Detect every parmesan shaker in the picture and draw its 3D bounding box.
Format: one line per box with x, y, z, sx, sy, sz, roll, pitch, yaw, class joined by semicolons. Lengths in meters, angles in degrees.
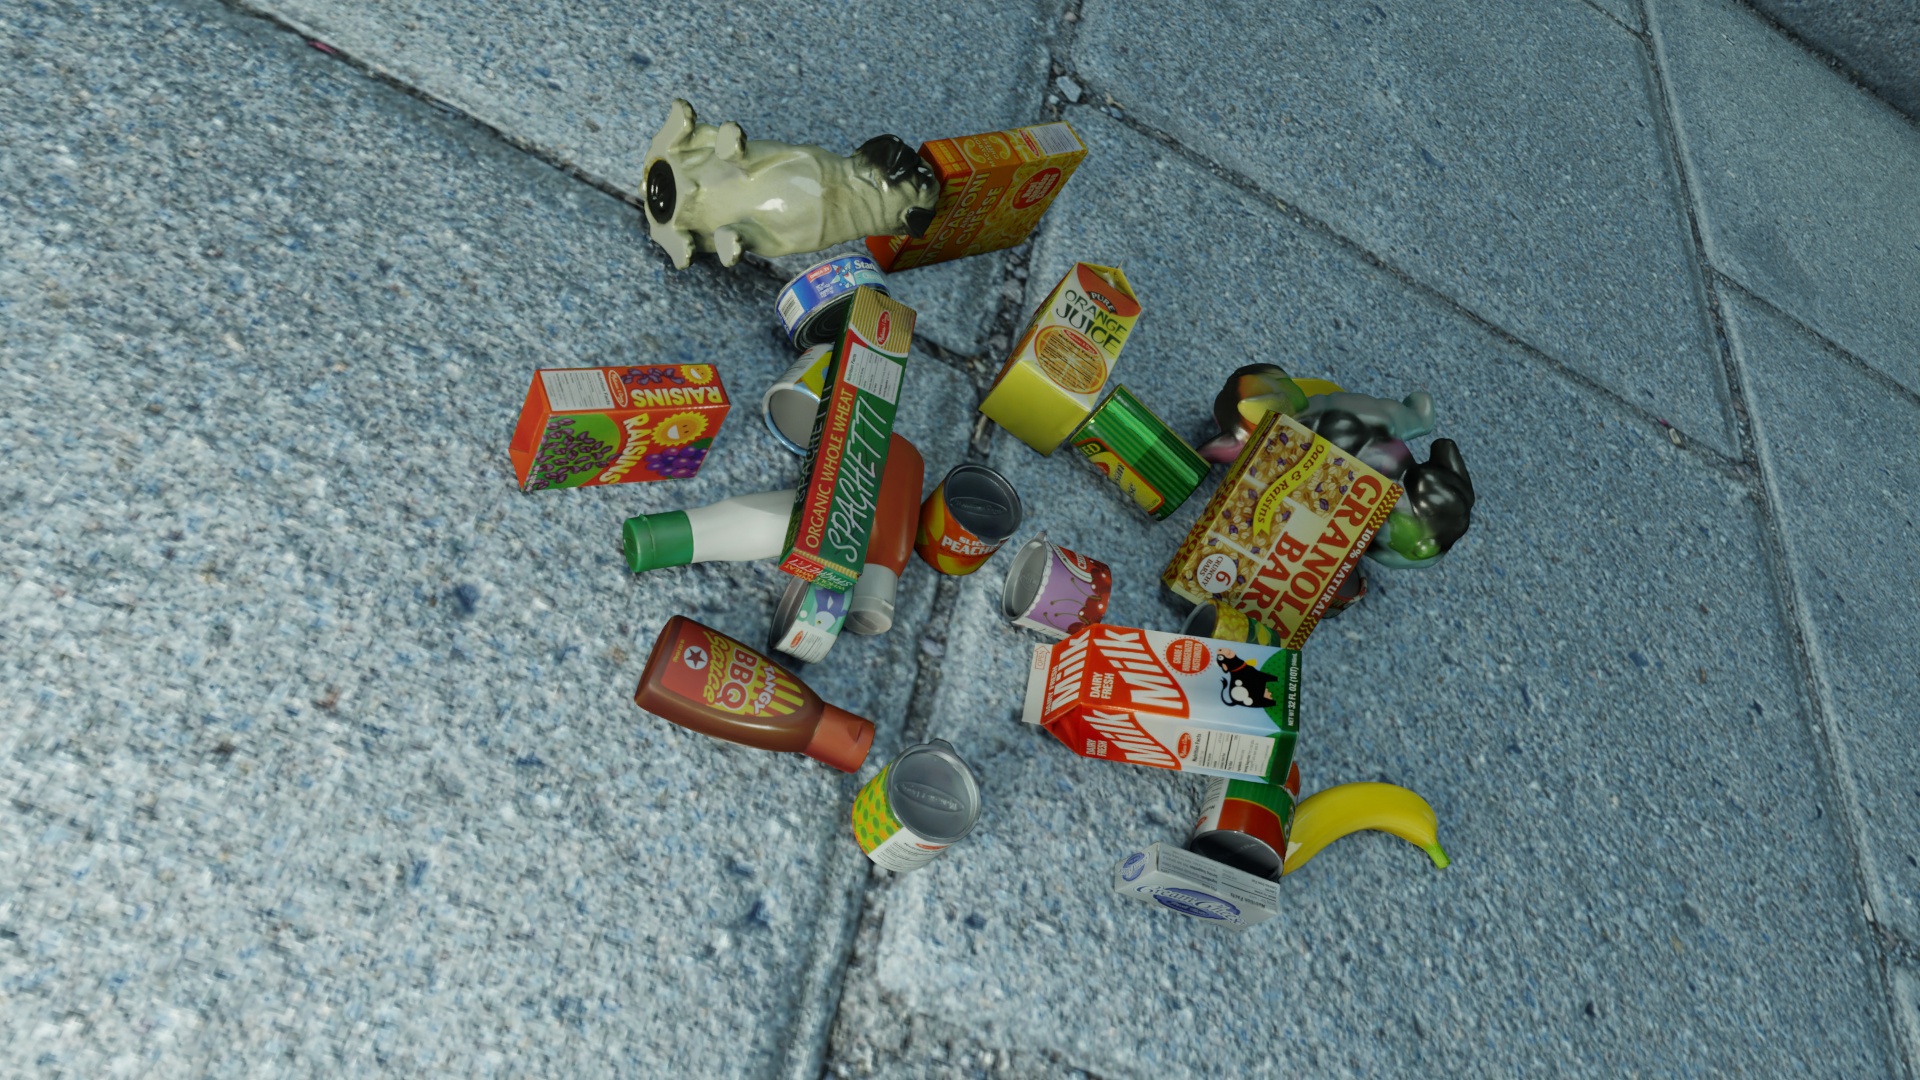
0.149;-0.073;1.153;0.103;0.071;0.072;42;48;-1;parmesan shaker

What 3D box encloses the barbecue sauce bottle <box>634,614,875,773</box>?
-0.128;0.104;0.883;0.148;0.043;0.065;26;49;-15;barbecue sauce bottle

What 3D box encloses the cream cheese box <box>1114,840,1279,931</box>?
0.164;0.241;0.964;0.104;0.053;0.024;22;53;-17;cream cheese box

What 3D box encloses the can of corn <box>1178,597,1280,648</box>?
0.207;0.087;1.083;0.058;0.070;0.071;28;49;-12;can of corn

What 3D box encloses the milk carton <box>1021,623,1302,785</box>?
0.143;0.114;0.995;0.191;0.073;0.073;7;50;8;milk carton

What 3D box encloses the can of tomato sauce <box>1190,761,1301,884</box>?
0.211;0.199;1.011;0.071;0.071;0.083;34;48;-8;can of tomato sauce

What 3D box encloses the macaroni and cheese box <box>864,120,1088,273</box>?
0.014;-0.292;1.182;0.167;0.123;0.040;-22;72;-39;macaroni and cheese box

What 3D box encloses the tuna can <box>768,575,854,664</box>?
-0.099;0.045;0.925;0.033;0.070;0.071;25;50;-17;tuna can

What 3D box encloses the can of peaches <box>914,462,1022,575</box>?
0.004;-0.013;1.032;0.071;0.057;0.071;16;53;-23;can of peaches

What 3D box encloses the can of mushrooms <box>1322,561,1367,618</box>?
0.318;0.033;1.211;0.071;0.033;0.071;16;53;-23;can of mushrooms

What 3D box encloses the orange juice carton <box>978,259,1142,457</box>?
0.093;-0.167;1.181;0.073;0.071;0.194;35;48;-7;orange juice carton

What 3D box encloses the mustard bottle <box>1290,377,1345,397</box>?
0.295;-0.121;1.290;0.160;0.048;0.065;3;62;-29;mustard bottle

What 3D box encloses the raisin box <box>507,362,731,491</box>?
-0.224;-0.075;0.914;0.124;0.085;0.040;-7;59;-35;raisin box

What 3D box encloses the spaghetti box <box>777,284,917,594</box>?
-0.075;-0.075;0.954;0.050;0.028;0.251;24;50;-18;spaghetti box

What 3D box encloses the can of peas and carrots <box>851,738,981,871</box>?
-0.029;0.169;0.889;0.071;0.058;0.071;16;52;-22;can of peas and carrots

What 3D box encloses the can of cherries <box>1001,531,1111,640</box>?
0.073;0.035;1.034;0.058;0.071;0.072;21;51;-19;can of cherries

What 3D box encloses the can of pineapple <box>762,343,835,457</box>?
-0.102;-0.101;1.021;0.071;0.070;0.058;39;48;-3;can of pineapple

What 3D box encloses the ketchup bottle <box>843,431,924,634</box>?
-0.059;-0.006;0.994;0.064;0.043;0.149;40;43;-42;ketchup bottle

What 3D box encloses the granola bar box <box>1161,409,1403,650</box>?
0.259;-0.004;1.124;0.124;0.165;0.039;30;7;-11;granola bar box

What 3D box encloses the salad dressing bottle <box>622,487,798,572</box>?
-0.151;-0.007;0.937;0.148;0.043;0.064;-9;20;-28;salad dressing bottle
